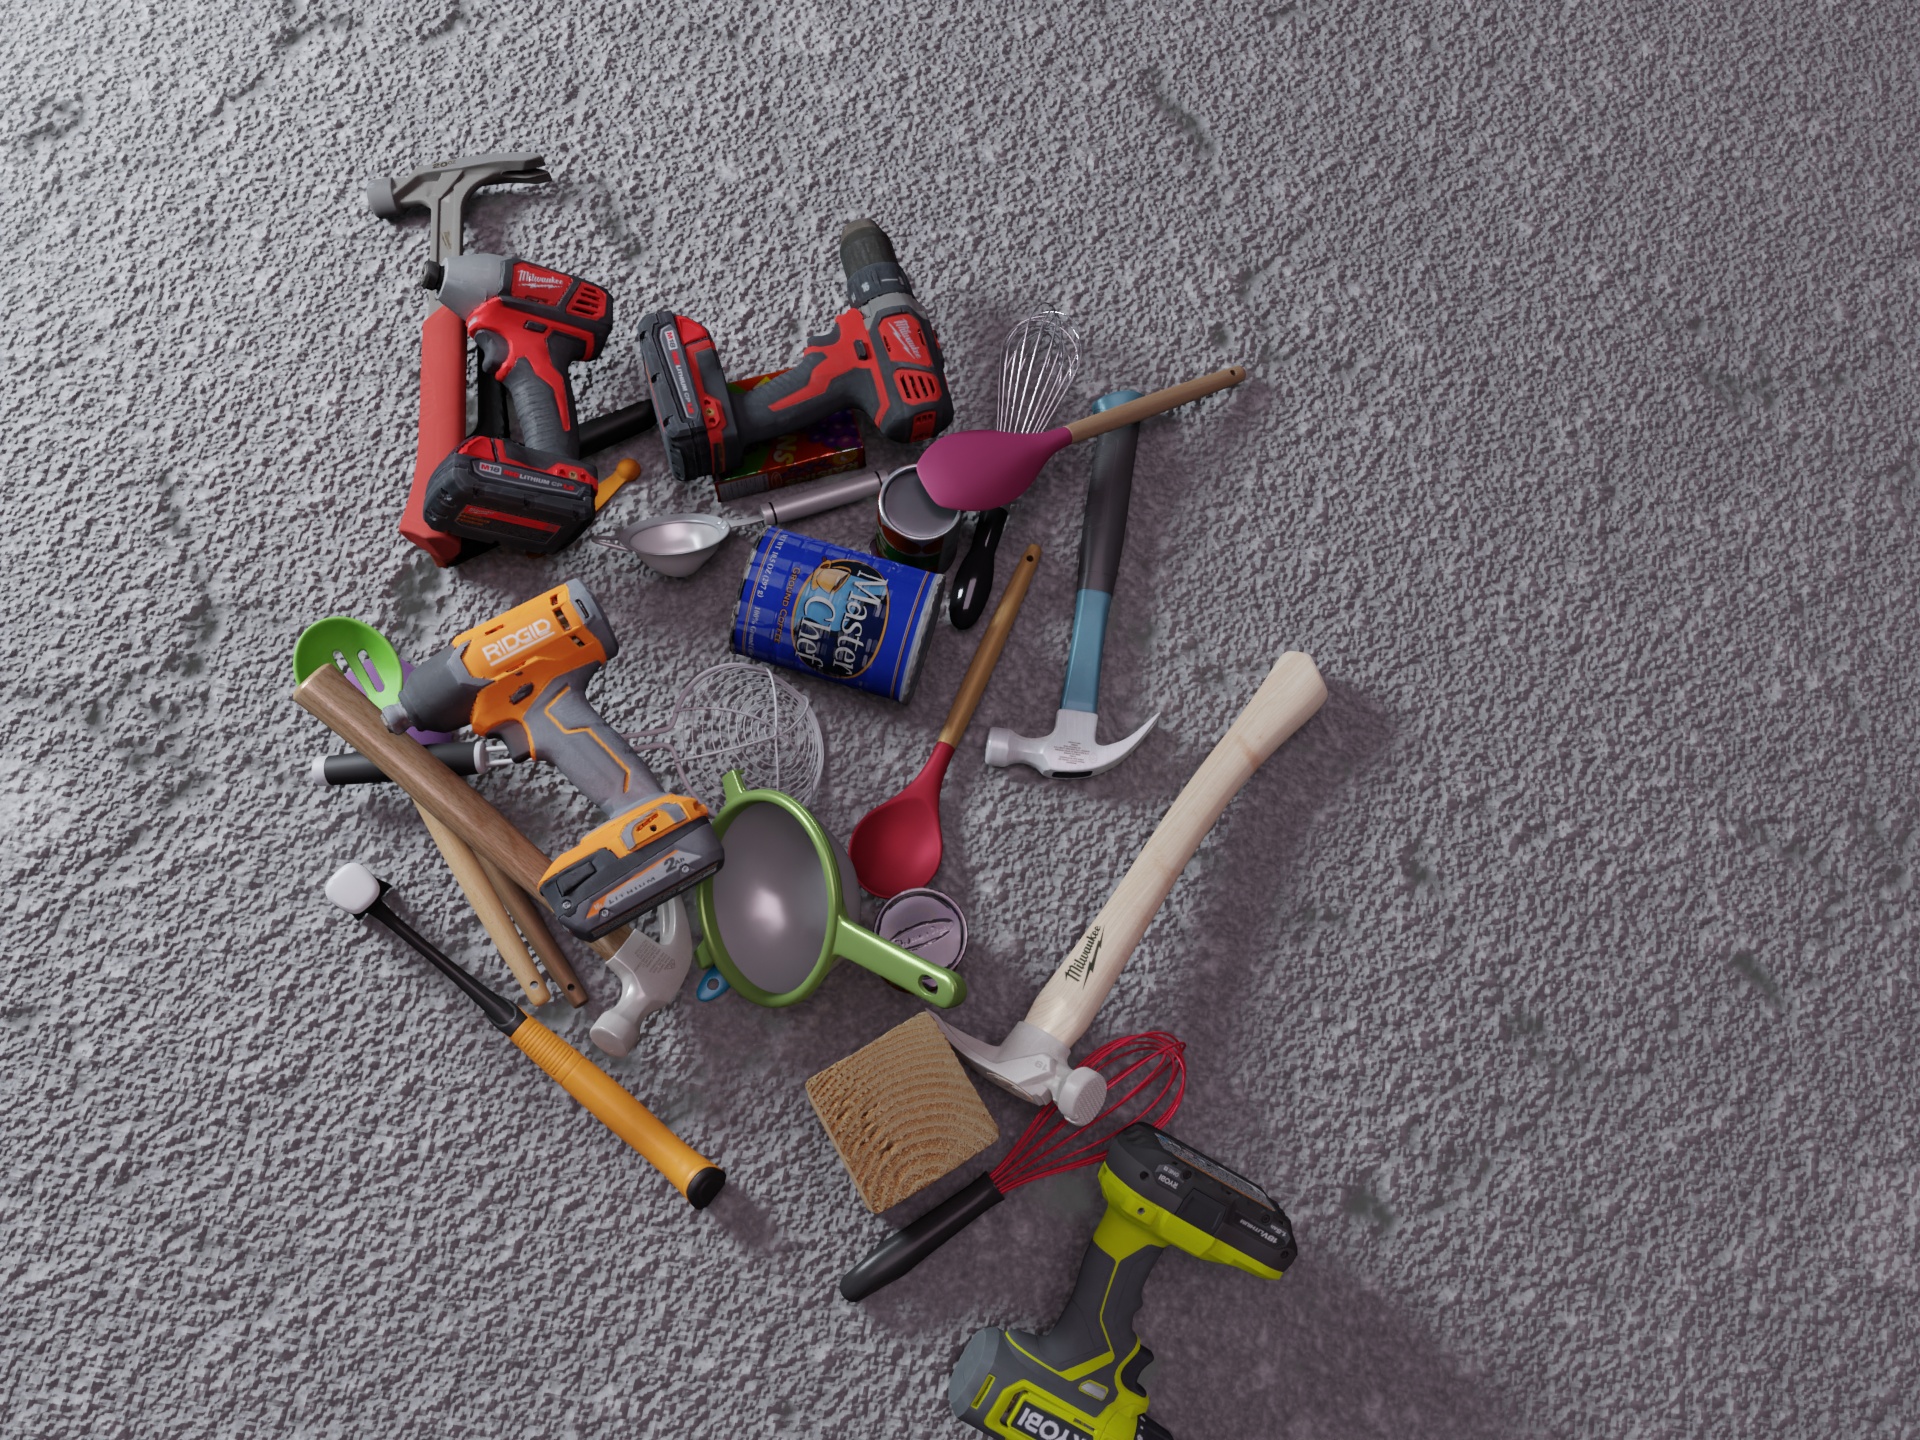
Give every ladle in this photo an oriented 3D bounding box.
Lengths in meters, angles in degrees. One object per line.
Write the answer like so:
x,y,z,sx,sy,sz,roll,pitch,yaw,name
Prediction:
-0.002,-0.004,1.223,0.069,0.031,0.315,24,71,1,ladle

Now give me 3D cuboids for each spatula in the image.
-0.361,0.078,1.177,0.060,0.018,0.316,-32,77,-15,spatula

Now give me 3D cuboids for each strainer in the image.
-0.077,0.136,1.083,0.256,0.069,0.151,20,105,40,strainer
-0.159,-0.157,1.252,0.258,0.050,0.087,-19,32,-15,strainer

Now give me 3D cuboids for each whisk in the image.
0.040,0.314,1.114,0.296,0.073,0.073,-34,78,-8,whisk
0.039,-0.204,1.275,0.070,0.070,0.285,16,78,1,whisk

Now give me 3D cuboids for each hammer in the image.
-0.322,0.081,1.108,0.331,0.031,0.130,44,47,-11,hammer
-0.299,0.222,1.109,0.337,0.127,0.034,41,73,-2,hammer
0.143,0.101,1.181,0.146,0.038,0.411,20,62,38,hammer
0.107,-0.113,1.260,0.128,0.033,0.331,10,73,0,hammer
-0.397,-0.293,1.251,0.149,0.036,0.359,-8,67,3,hammer

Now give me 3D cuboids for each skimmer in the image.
-0.286,0.029,1.181,0.363,0.090,0.127,-5,76,2,skimmer

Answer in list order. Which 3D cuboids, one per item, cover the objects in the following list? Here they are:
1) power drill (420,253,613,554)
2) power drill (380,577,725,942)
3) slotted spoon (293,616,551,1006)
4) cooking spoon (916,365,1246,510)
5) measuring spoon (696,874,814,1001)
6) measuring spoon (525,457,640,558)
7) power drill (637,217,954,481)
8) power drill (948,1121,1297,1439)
-0.337,-0.246,1.189,0.143,0.078,0.220,11,67,-32,power drill
-0.277,0.034,1.081,0.164,0.084,0.226,-29,82,-16,power drill
-0.373,0.065,1.120,0.070,0.031,0.314,-30,84,-19,slotted spoon
0.104,-0.233,1.257,0.319,0.017,0.069,-24,77,-27,cooking spoon
-0.146,0.156,1.166,0.042,0.021,0.128,42,74,9,measuring spoon
-0.300,-0.169,1.260,0.021,0.011,0.117,43,75,9,measuring spoon
-0.131,-0.290,1.235,0.226,0.080,0.188,-14,75,-10,power drill
0.126,0.407,1.061,0.190,0.080,0.228,30,90,-3,power drill
